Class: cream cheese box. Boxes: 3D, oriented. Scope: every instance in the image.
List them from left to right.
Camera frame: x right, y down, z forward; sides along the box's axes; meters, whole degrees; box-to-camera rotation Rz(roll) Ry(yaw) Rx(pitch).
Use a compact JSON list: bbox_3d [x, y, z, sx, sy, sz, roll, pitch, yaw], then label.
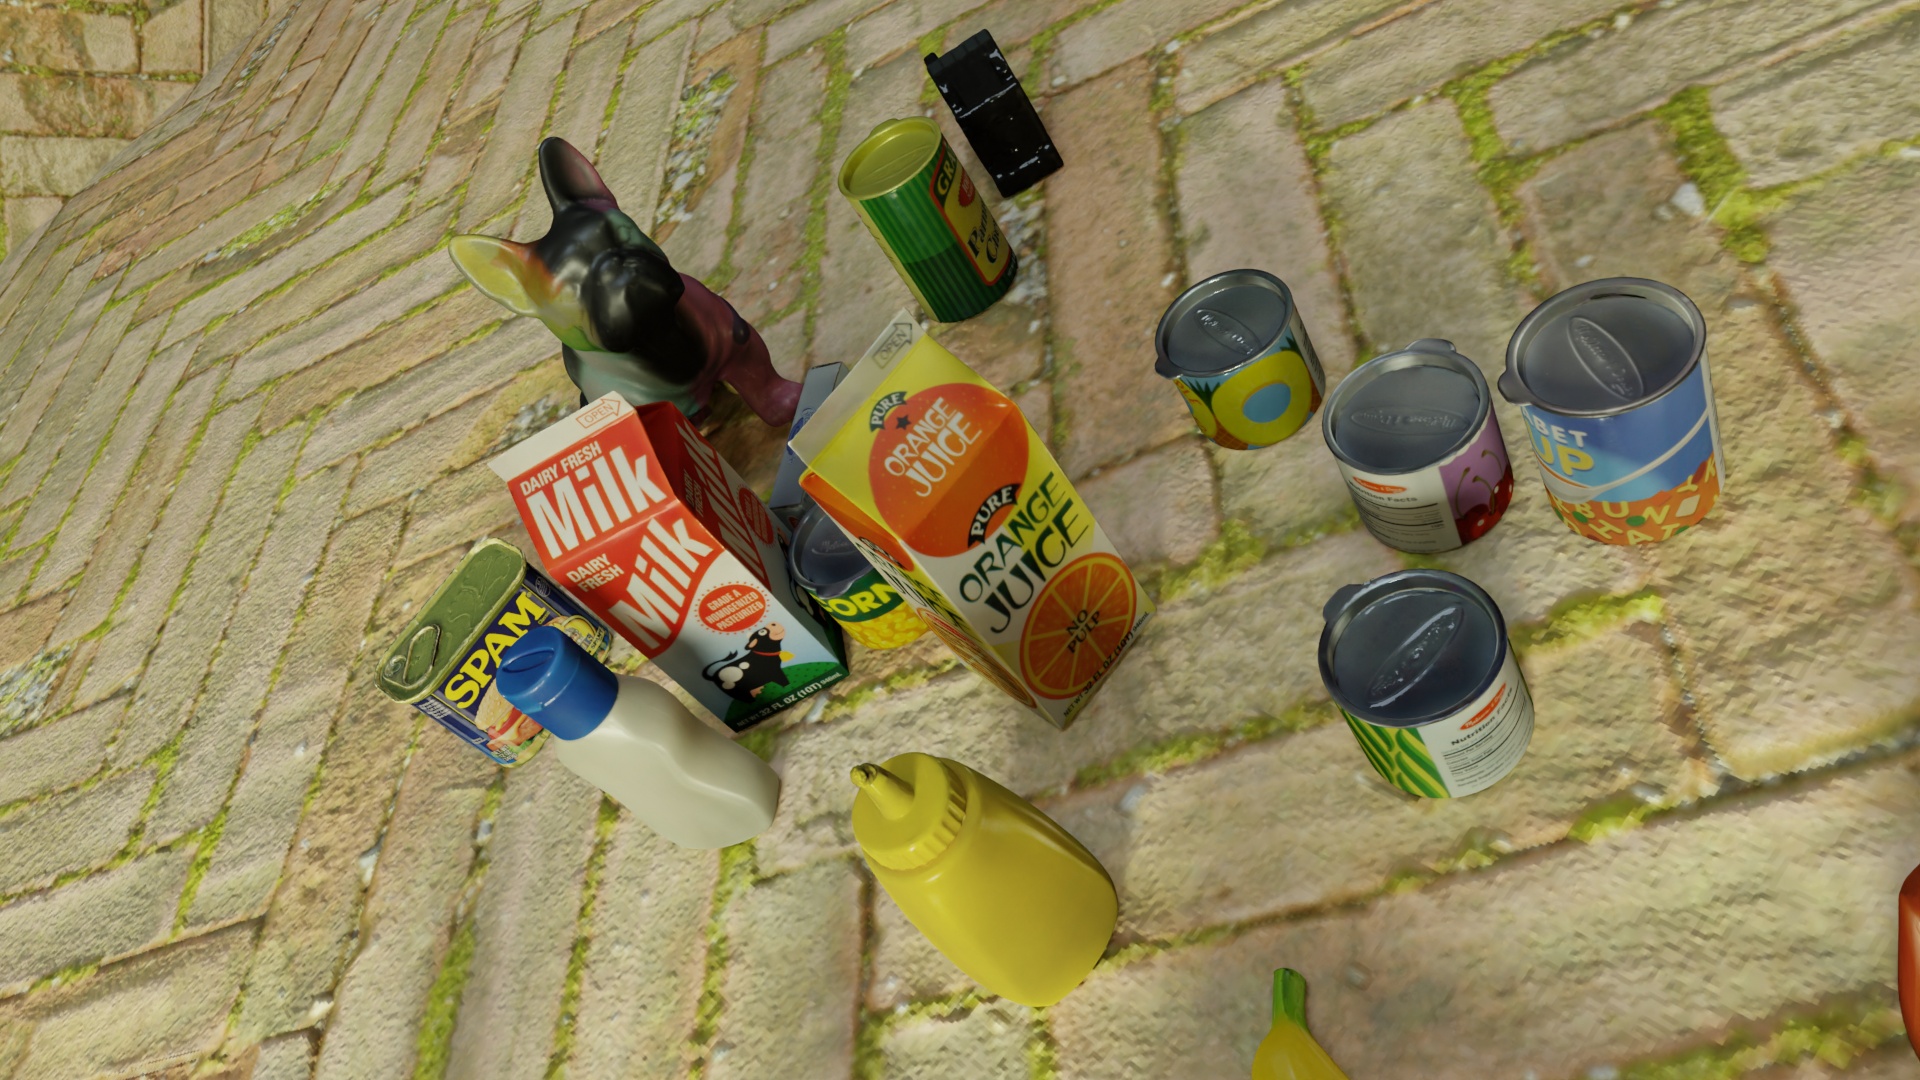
[{"bbox_3d":[-0.072,-0.043,0.762,0.024,0.053,0.104,-11,49,27],"label":"cream cheese box"}]

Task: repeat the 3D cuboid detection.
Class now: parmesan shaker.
[{"bbox_3d":[-0.017,-0.187,0.812,0.071,0.102,0.072,-18,46,21],"label":"parmesan shaker"}]

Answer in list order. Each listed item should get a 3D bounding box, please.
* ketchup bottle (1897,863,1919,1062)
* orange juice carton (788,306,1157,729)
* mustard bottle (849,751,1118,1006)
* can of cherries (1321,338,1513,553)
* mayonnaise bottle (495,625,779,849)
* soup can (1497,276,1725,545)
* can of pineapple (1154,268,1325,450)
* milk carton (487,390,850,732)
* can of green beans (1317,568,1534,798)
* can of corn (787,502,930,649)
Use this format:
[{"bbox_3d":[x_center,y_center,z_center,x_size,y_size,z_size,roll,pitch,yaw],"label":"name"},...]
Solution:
[{"bbox_3d":[0.262,0.103,0.344,0.043,0.148,0.065,-24,45,16],"label":"ketchup bottle"},{"bbox_3d":[0.002,-0.007,0.580,0.072,0.192,0.073,-50,44,-12],"label":"orange juice carton"},{"bbox_3d":[0.003,0.114,0.500,0.049,0.159,0.065,25,71,44],"label":"mustard bottle"},{"bbox_3d":[0.192,-0.039,0.577,0.071,0.058,0.072,-18,46,21],"label":"can of cherries"},{"bbox_3d":[-0.146,0.091,0.628,0.064,0.147,0.041,-16,48,23],"label":"mayonnaise bottle"},{"bbox_3d":[0.248,-0.046,0.528,0.071,0.083,0.072,-18,46,21],"label":"soup can"},{"bbox_3d":[0.131,-0.084,0.657,0.071,0.057,0.071,-18,46,21],"label":"can of pineapple"},{"bbox_3d":[-0.134,0.005,0.662,0.072,0.190,0.074,-28,44,11],"label":"milk carton"},{"bbox_3d":[0.173,0.053,0.513,0.071,0.057,0.071,-18,46,21],"label":"can of green beans"},{"bbox_3d":[-0.043,0.015,0.690,0.071,0.058,0.071,-18,46,21],"label":"can of corn"}]
